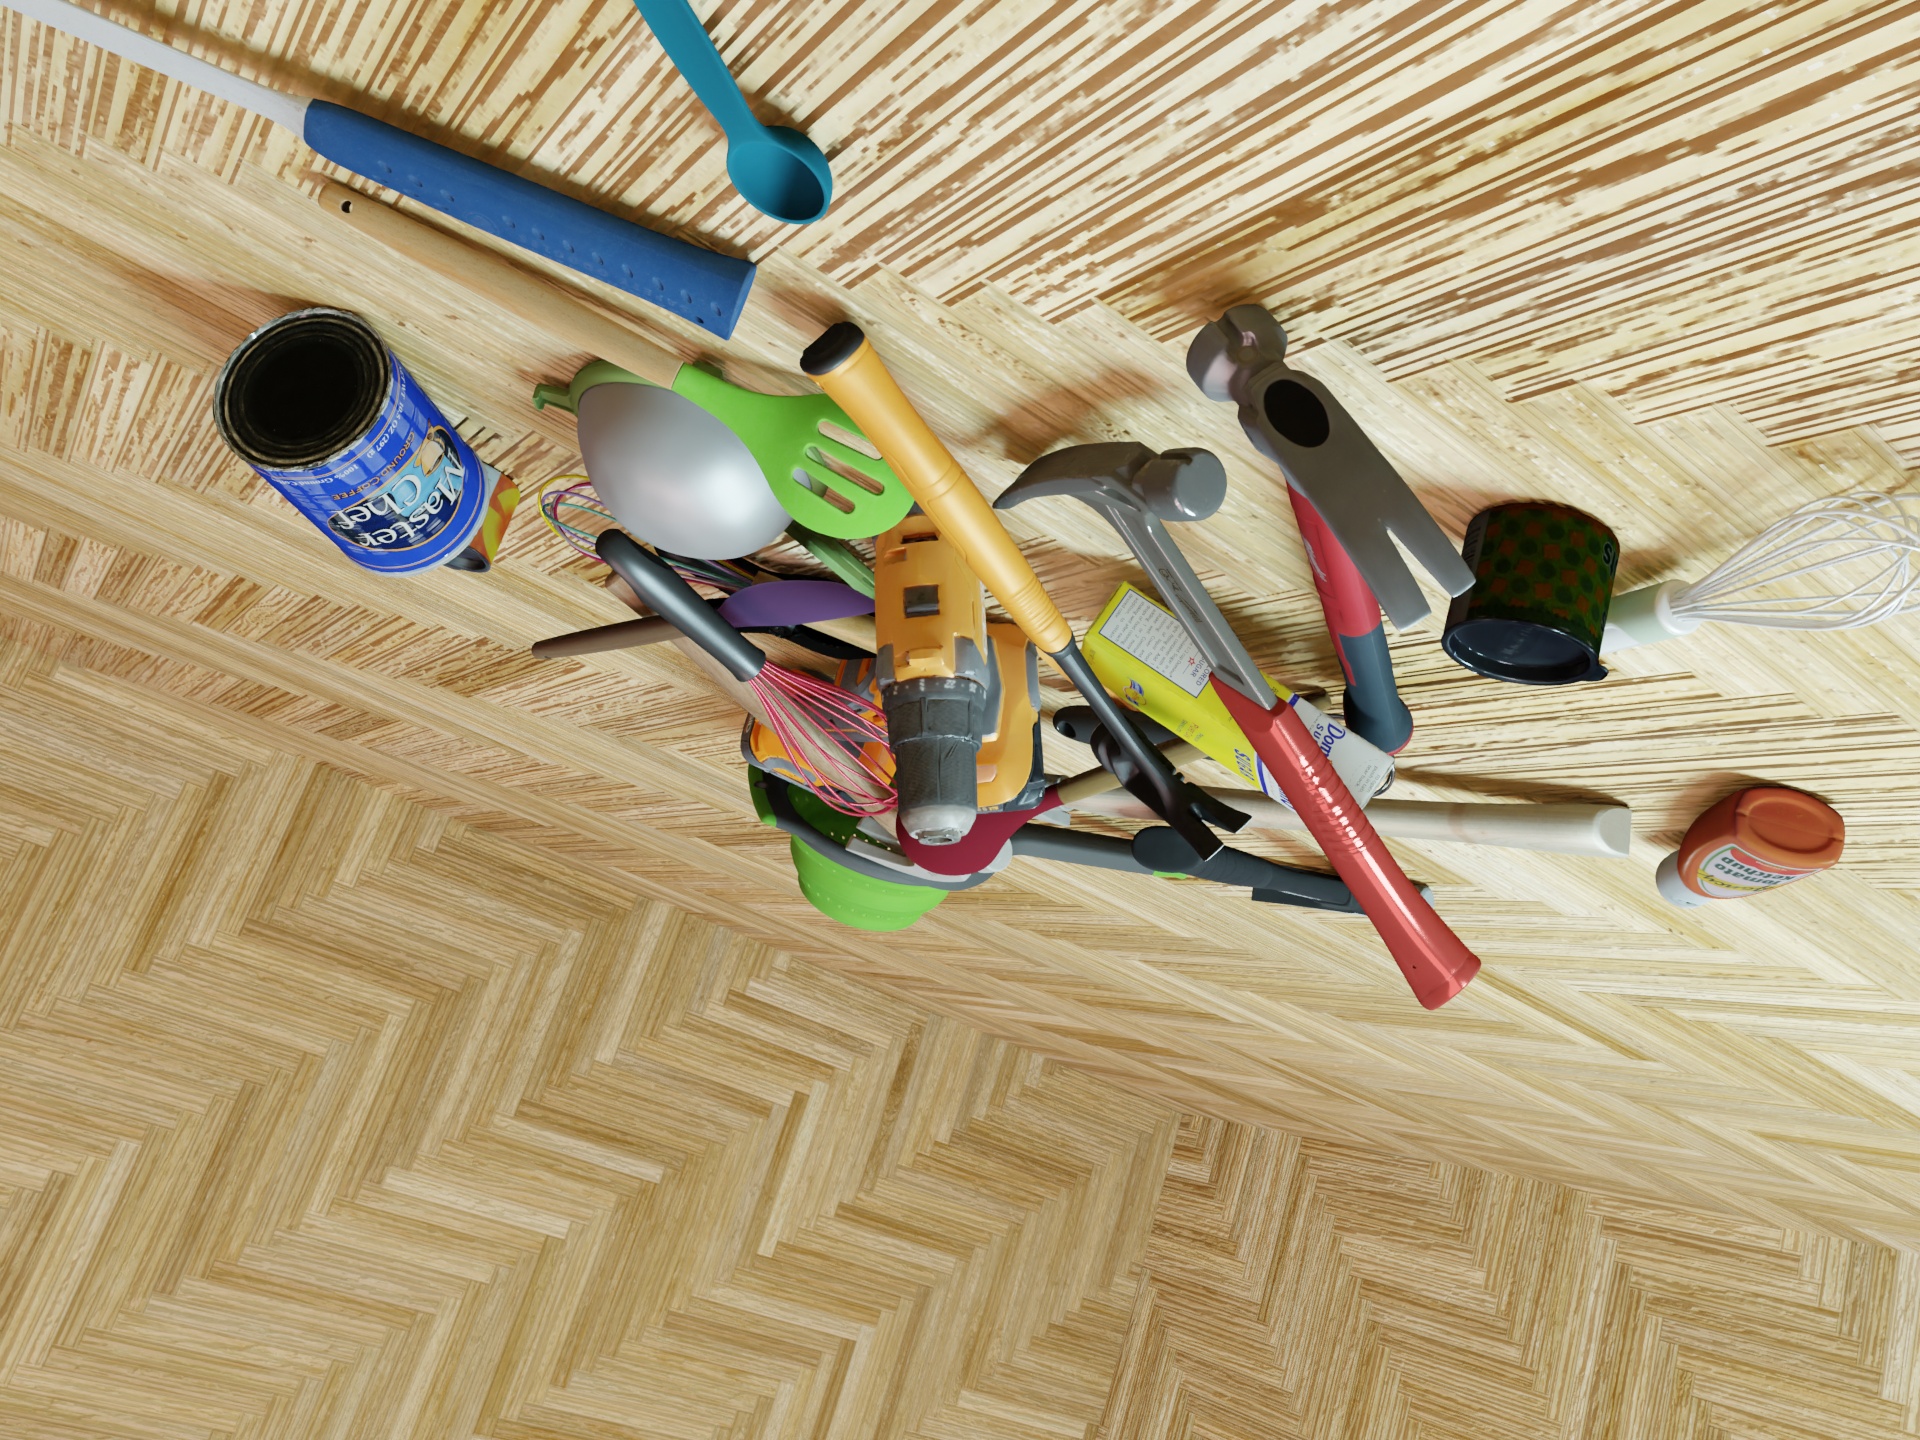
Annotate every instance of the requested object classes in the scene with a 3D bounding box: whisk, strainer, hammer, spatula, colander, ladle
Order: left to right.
[{"bbox_3d":[-0.283,-0.254,0.670,0.405,0.035,0.144,21,163,-10],"label":"hammer"},{"bbox_3d":[-0.177,-0.062,1.011,0.316,0.018,0.059,-6,158,41],"label":"spatula"},{"bbox_3d":[-0.150,-0.095,0.996,0.245,0.047,0.051,22,-172,-4],"label":"whisk"},{"bbox_3d":[-0.123,-0.107,0.911,0.151,0.069,0.256,4,157,40],"label":"strainer"},{"bbox_3d":[-0.116,-0.023,0.967,0.073,0.073,0.295,3,150,42],"label":"whisk"},{"bbox_3d":[-0.114,0.006,1.105,0.331,0.031,0.130,43,149,-21],"label":"hammer"},{"bbox_3d":[0.003,0.125,1.359,0.397,0.094,0.205,11,-156,-19],"label":"colander"},{"bbox_3d":[0.032,-0.060,0.793,0.336,0.034,0.127,50,177,-34],"label":"hammer"},{"bbox_3d":[0.088,0.039,1.019,0.315,0.031,0.069,-21,111,26],"label":"ladle"},{"bbox_3d":[0.163,0.013,1.020,0.239,0.055,0.055,8,161,33],"label":"whisk"},{"bbox_3d":[0.224,0.115,1.192,0.146,0.035,0.334,5,173,38],"label":"hammer"},{"bbox_3d":[0.155,0.012,0.794,0.358,0.037,0.149,52,160,-23],"label":"hammer"},{"bbox_3d":[0.228,0.062,1.069,0.411,0.038,0.146,3,171,24],"label":"hammer"},{"bbox_3d":[0.191,-0.040,0.741,0.143,0.038,0.386,59,-173,26],"label":"hammer"},{"bbox_3d":[0.312,-0.049,0.676,0.057,0.059,0.246,31,166,-10],"label":"whisk"}]

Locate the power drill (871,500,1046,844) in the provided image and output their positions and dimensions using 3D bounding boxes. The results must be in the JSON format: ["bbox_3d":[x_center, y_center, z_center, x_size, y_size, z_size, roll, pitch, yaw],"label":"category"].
[{"bbox_3d":[-0.001,-0.003,0.921,0.084,0.185,0.226,-5,162,8],"label":"power drill"}]

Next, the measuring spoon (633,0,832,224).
[{"bbox_3d":[-0.084,-0.233,0.570,0.042,0.021,0.128,6,151,34],"label":"measuring spoon"}]

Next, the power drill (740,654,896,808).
[{"bbox_3d":[-0.052,0.007,1.191,0.164,0.084,0.226,27,157,-26],"label":"power drill"}]

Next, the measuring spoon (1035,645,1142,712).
[{"bbox_3d":[0.091,-0.025,1.059,0.116,0.011,0.021,34,152,-33],"label":"measuring spoon"}]

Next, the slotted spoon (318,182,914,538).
[{"bbox_3d":[-0.161,-0.177,0.770,0.313,0.070,0.031,27,-171,-9],"label":"slotted spoon"}]
